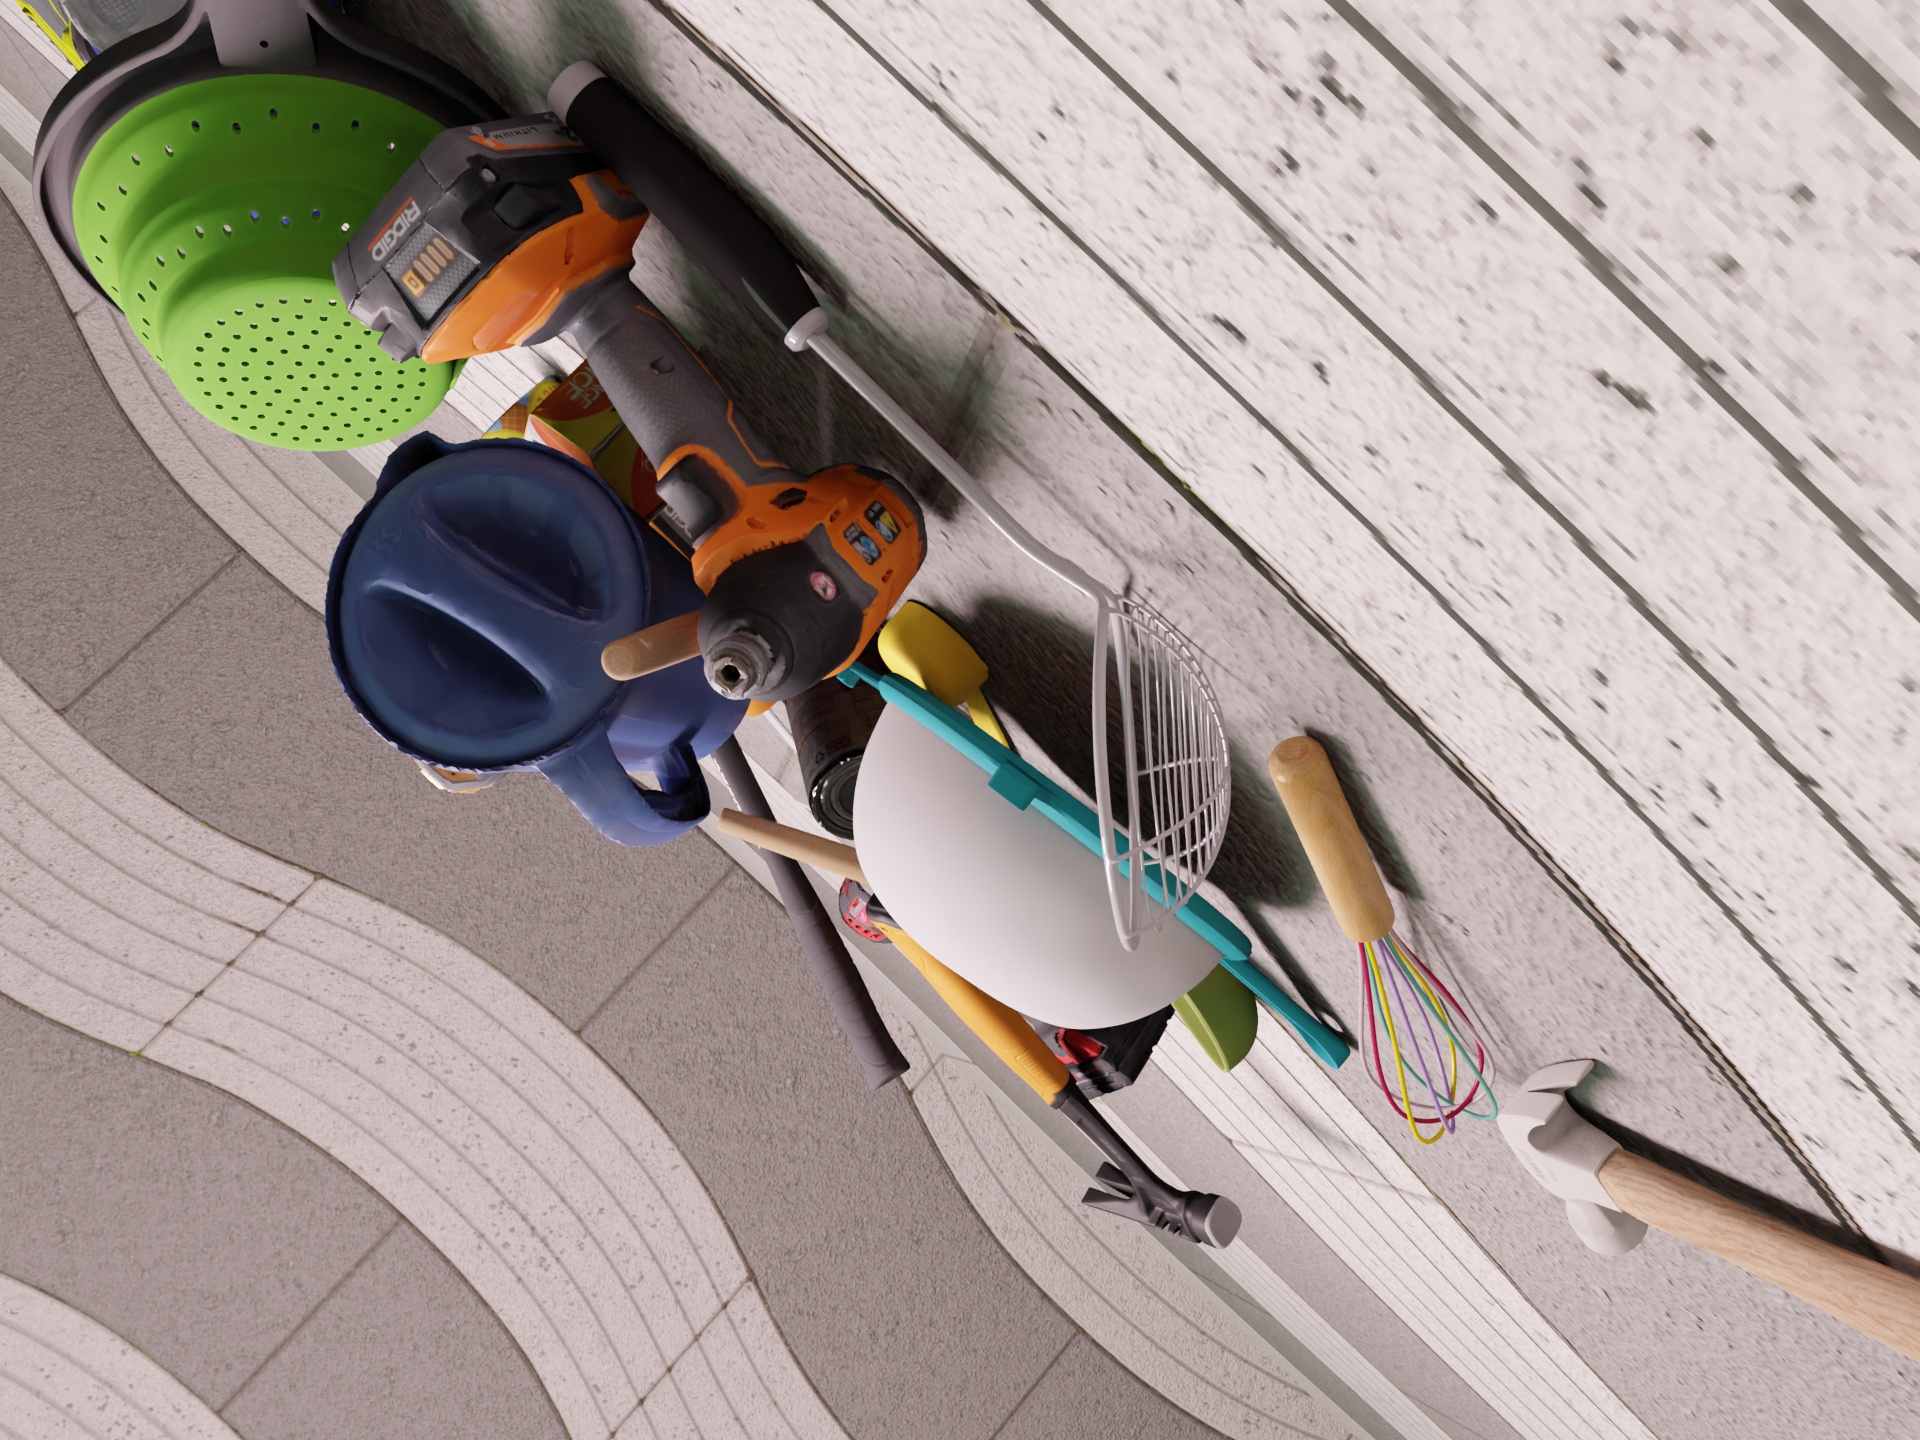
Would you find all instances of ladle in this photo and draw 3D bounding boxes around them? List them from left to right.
[{"bbox_3d":[0.014,0.117,0.881,0.320,0.062,0.078,19,174,-1],"label":"ladle"}]

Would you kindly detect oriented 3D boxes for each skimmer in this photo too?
[{"bbox_3d":[-0.031,-0.076,0.572,0.363,0.090,0.127,45,-165,-2],"label":"skimmer"}]

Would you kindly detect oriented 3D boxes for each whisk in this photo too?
[{"bbox_3d":[0.168,0.096,0.632,0.051,0.047,0.244,39,165,51],"label":"whisk"}]

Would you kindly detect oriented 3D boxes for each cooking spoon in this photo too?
[{"bbox_3d":[-0.089,-0.048,0.699,0.069,0.017,0.319,45,-165,0],"label":"cooking spoon"}]

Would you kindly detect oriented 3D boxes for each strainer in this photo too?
[{"bbox_3d":[0.066,0.111,0.766,0.340,0.095,0.211,40,177,-29],"label":"strainer"}]

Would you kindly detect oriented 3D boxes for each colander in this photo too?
[{"bbox_3d":[-0.256,-0.219,0.594,0.396,0.204,0.095,110,150,-59],"label":"colander"}]

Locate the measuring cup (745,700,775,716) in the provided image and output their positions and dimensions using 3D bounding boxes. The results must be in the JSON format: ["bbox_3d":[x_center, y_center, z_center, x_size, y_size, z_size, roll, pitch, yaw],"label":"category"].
[{"bbox_3d":[-0.129,-0.017,1.112,0.174,0.052,0.095,42,167,13],"label":"measuring cup"}]

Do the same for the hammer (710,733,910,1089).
[{"bbox_3d":[-0.117,0.106,1.075,0.334,0.035,0.146,65,163,-13],"label":"hammer"}]

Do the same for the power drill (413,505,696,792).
[{"bbox_3d":[-0.247,-0.044,0.990,0.084,0.226,0.185,46,166,-11],"label":"power drill"}]

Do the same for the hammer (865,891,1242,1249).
[{"bbox_3d":[0.046,0.216,0.996,0.127,0.034,0.336,0,136,51],"label":"hammer"}]

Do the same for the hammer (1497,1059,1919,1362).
[{"bbox_3d":[0.320,0.200,0.544,0.130,0.031,0.331,49,165,-25],"label":"hammer"}]

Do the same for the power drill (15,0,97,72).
[{"bbox_3d":[-0.459,-0.369,0.928,0.229,0.080,0.190,34,164,44],"label":"power drill"}]

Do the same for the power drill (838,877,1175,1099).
[{"bbox_3d":[0.026,0.149,1.031,0.219,0.078,0.143,35,155,-1],"label":"power drill"}]

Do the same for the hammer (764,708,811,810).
[{"bbox_3d":[-0.173,-0.030,1.235,0.144,0.035,0.405,27,159,49],"label":"hammer"}]

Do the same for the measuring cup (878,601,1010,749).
[{"bbox_3d":[-0.001,-0.003,0.837,0.062,0.029,0.156,33,162,36],"label":"measuring cup"}]

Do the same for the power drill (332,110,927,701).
[{"bbox_3d":[-0.113,-0.107,0.586,0.226,0.084,0.164,48,-155,-11],"label":"power drill"}]
